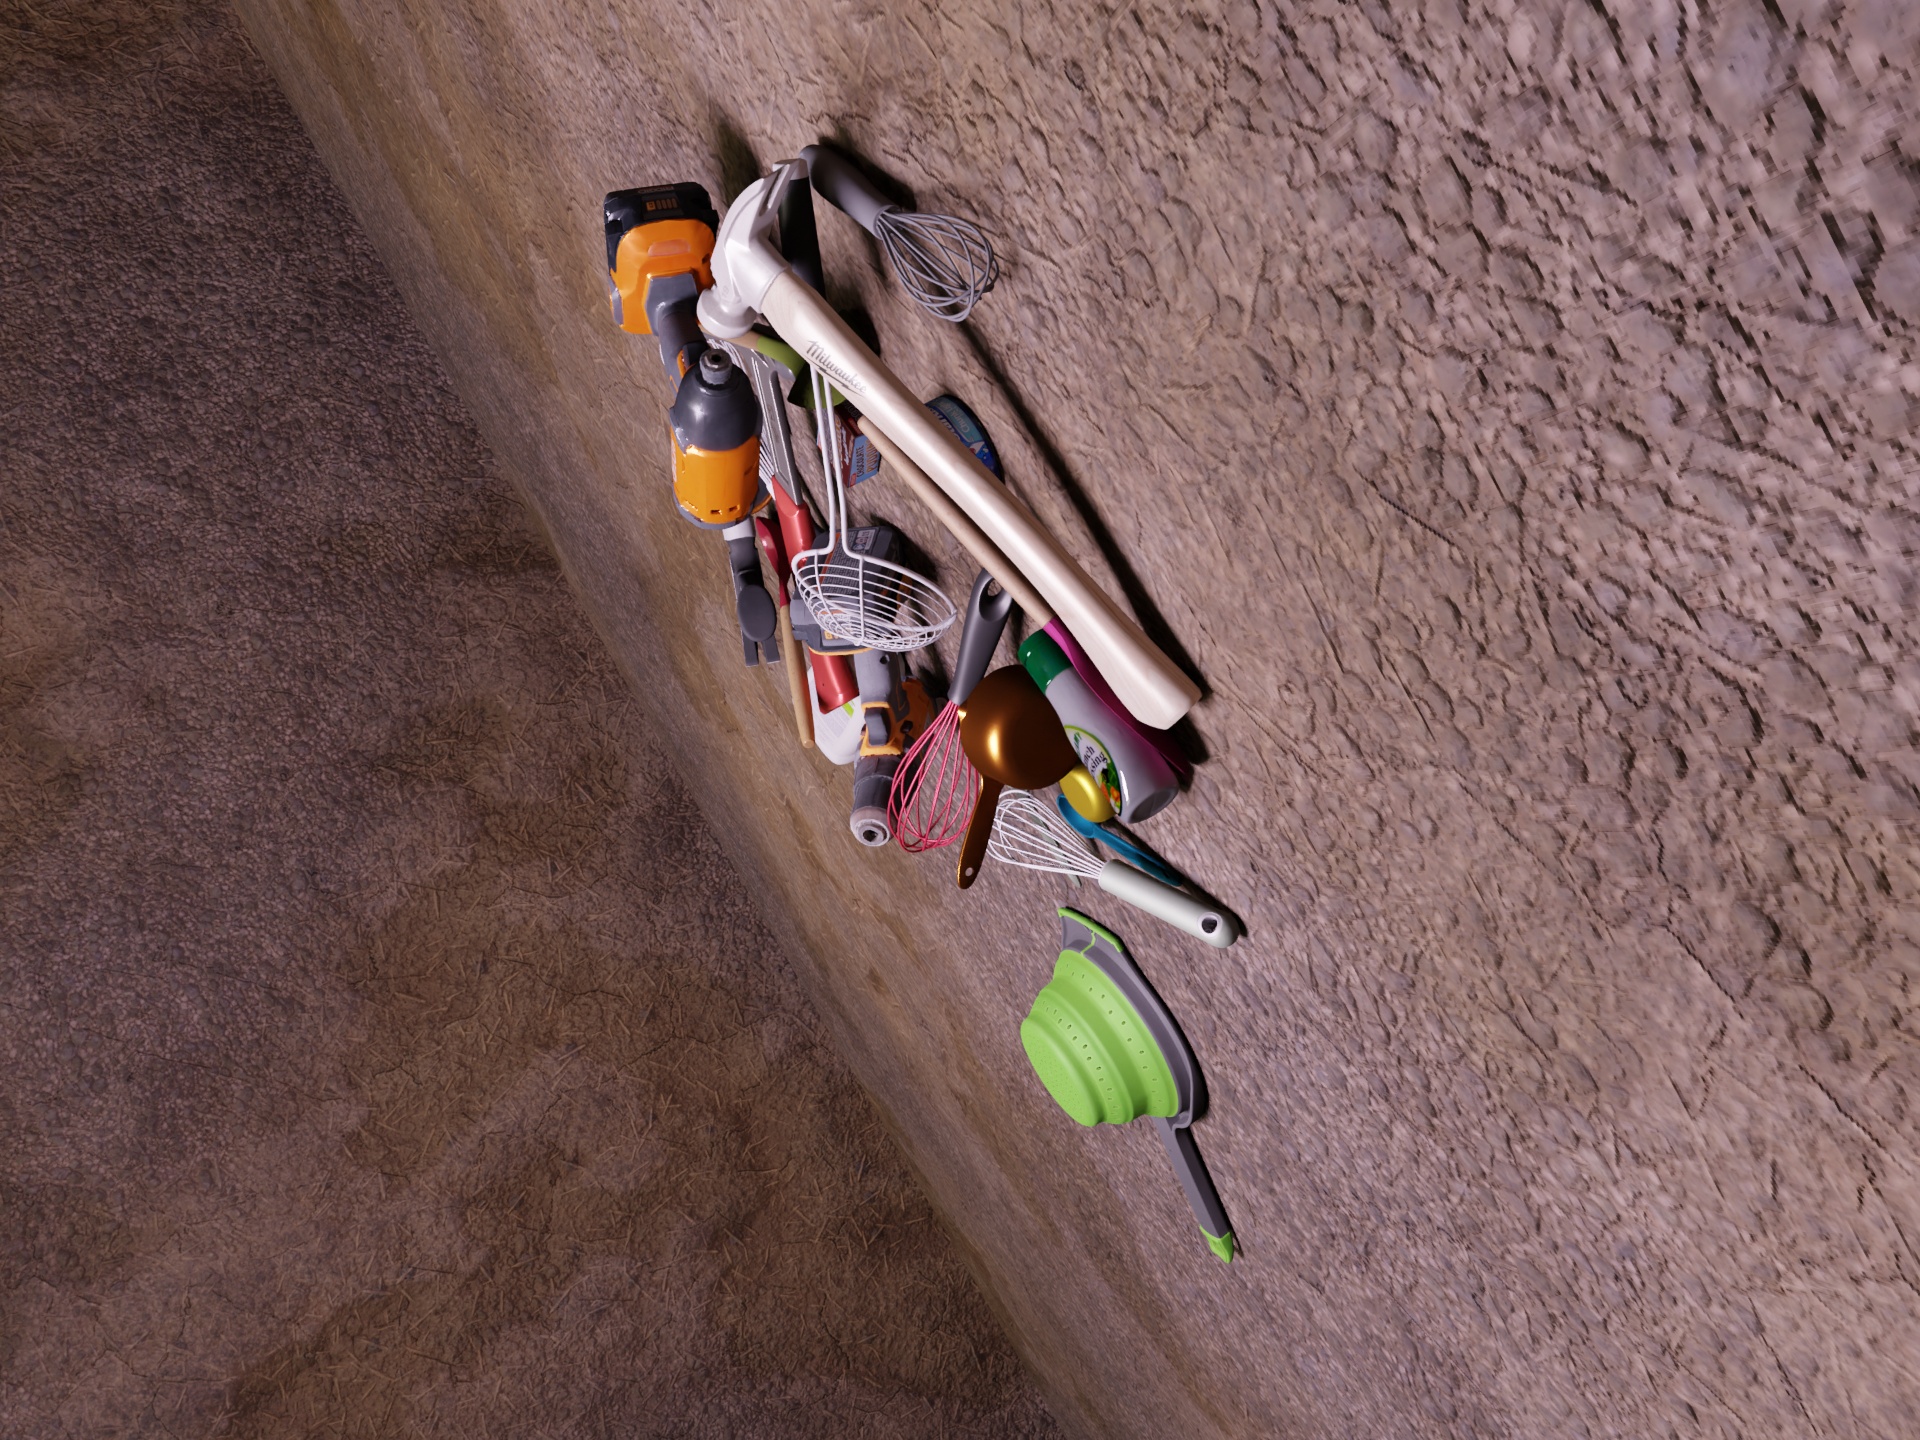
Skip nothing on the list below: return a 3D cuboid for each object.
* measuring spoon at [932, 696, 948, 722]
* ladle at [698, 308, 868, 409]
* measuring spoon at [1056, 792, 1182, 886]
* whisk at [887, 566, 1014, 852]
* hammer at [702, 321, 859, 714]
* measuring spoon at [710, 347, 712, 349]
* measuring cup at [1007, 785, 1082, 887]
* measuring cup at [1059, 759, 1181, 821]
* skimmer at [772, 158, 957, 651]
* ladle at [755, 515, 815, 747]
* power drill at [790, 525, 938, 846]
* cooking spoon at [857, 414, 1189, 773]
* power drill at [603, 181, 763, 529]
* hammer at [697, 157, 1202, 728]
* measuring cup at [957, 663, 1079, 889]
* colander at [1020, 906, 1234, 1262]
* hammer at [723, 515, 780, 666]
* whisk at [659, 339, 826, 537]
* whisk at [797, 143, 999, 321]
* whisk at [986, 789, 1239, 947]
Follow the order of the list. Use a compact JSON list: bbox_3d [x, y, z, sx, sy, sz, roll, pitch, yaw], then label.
[{"bbox_3d":[-0.026,0.000,1.488,0.034,0.018,0.124,62,157,7],"label":"measuring spoon"},{"bbox_3d":[-0.175,-0.306,1.238,0.320,0.078,0.062,31,178,44],"label":"ladle"},{"bbox_3d":[0.125,0.088,1.213,0.129,0.021,0.042,33,154,37],"label":"measuring spoon"},{"bbox_3d":[-0.002,-0.004,1.224,0.073,0.073,0.295,48,139,32],"label":"whisk"},{"bbox_3d":[-0.147,-0.167,1.383,0.149,0.037,0.358,25,135,43],"label":"hammer"},{"bbox_3d":[-0.237,-0.341,1.502,0.117,0.011,0.021,44,157,40],"label":"measuring spoon"},{"bbox_3d":[0.067,0.056,1.276,0.167,0.038,0.083,60,163,-9],"label":"measuring cup"},{"bbox_3d":[0.113,0.047,1.143,0.062,0.029,0.156,61,162,-7],"label":"measuring cup"},{"bbox_3d":[-0.077,-0.207,1.110,0.127,0.090,0.363,9,122,26],"label":"skimmer"},{"bbox_3d":[-0.164,-0.089,1.518,0.069,0.031,0.316,78,178,-46],"label":"ladle"},{"bbox_3d":[-0.076,-0.024,1.329,0.185,0.084,0.226,-77,-21,-50],"label":"power drill"},{"bbox_3d":[0.042,-0.085,1.045,0.319,0.017,0.069,47,-167,4],"label":"cooking spoon"},{"bbox_3d":[-0.193,-0.271,1.131,0.164,0.084,0.227,109,146,-63],"label":"power drill"},{"bbox_3d":[0.001,-0.158,0.978,0.410,0.038,0.146,46,149,1],"label":"hammer"},{"bbox_3d":[0.037,0.047,1.158,0.052,0.095,0.173,22,96,58],"label":"measuring cup"},{"bbox_3d":[0.151,0.363,1.454,0.205,0.094,0.396,23,140,63],"label":"colander"},{"bbox_3d":[-0.186,-0.104,1.431,0.335,0.035,0.146,-132,33,-77],"label":"hammer"},{"bbox_3d":[-0.181,-0.241,1.451,0.284,0.070,0.070,57,164,-12],"label":"whisk"},{"bbox_3d":[-0.046,-0.308,0.972,0.239,0.055,0.055,50,161,42],"label":"whisk"},{"bbox_3d":[0.106,0.112,1.190,0.246,0.058,0.059,25,178,39],"label":"whisk"}]
